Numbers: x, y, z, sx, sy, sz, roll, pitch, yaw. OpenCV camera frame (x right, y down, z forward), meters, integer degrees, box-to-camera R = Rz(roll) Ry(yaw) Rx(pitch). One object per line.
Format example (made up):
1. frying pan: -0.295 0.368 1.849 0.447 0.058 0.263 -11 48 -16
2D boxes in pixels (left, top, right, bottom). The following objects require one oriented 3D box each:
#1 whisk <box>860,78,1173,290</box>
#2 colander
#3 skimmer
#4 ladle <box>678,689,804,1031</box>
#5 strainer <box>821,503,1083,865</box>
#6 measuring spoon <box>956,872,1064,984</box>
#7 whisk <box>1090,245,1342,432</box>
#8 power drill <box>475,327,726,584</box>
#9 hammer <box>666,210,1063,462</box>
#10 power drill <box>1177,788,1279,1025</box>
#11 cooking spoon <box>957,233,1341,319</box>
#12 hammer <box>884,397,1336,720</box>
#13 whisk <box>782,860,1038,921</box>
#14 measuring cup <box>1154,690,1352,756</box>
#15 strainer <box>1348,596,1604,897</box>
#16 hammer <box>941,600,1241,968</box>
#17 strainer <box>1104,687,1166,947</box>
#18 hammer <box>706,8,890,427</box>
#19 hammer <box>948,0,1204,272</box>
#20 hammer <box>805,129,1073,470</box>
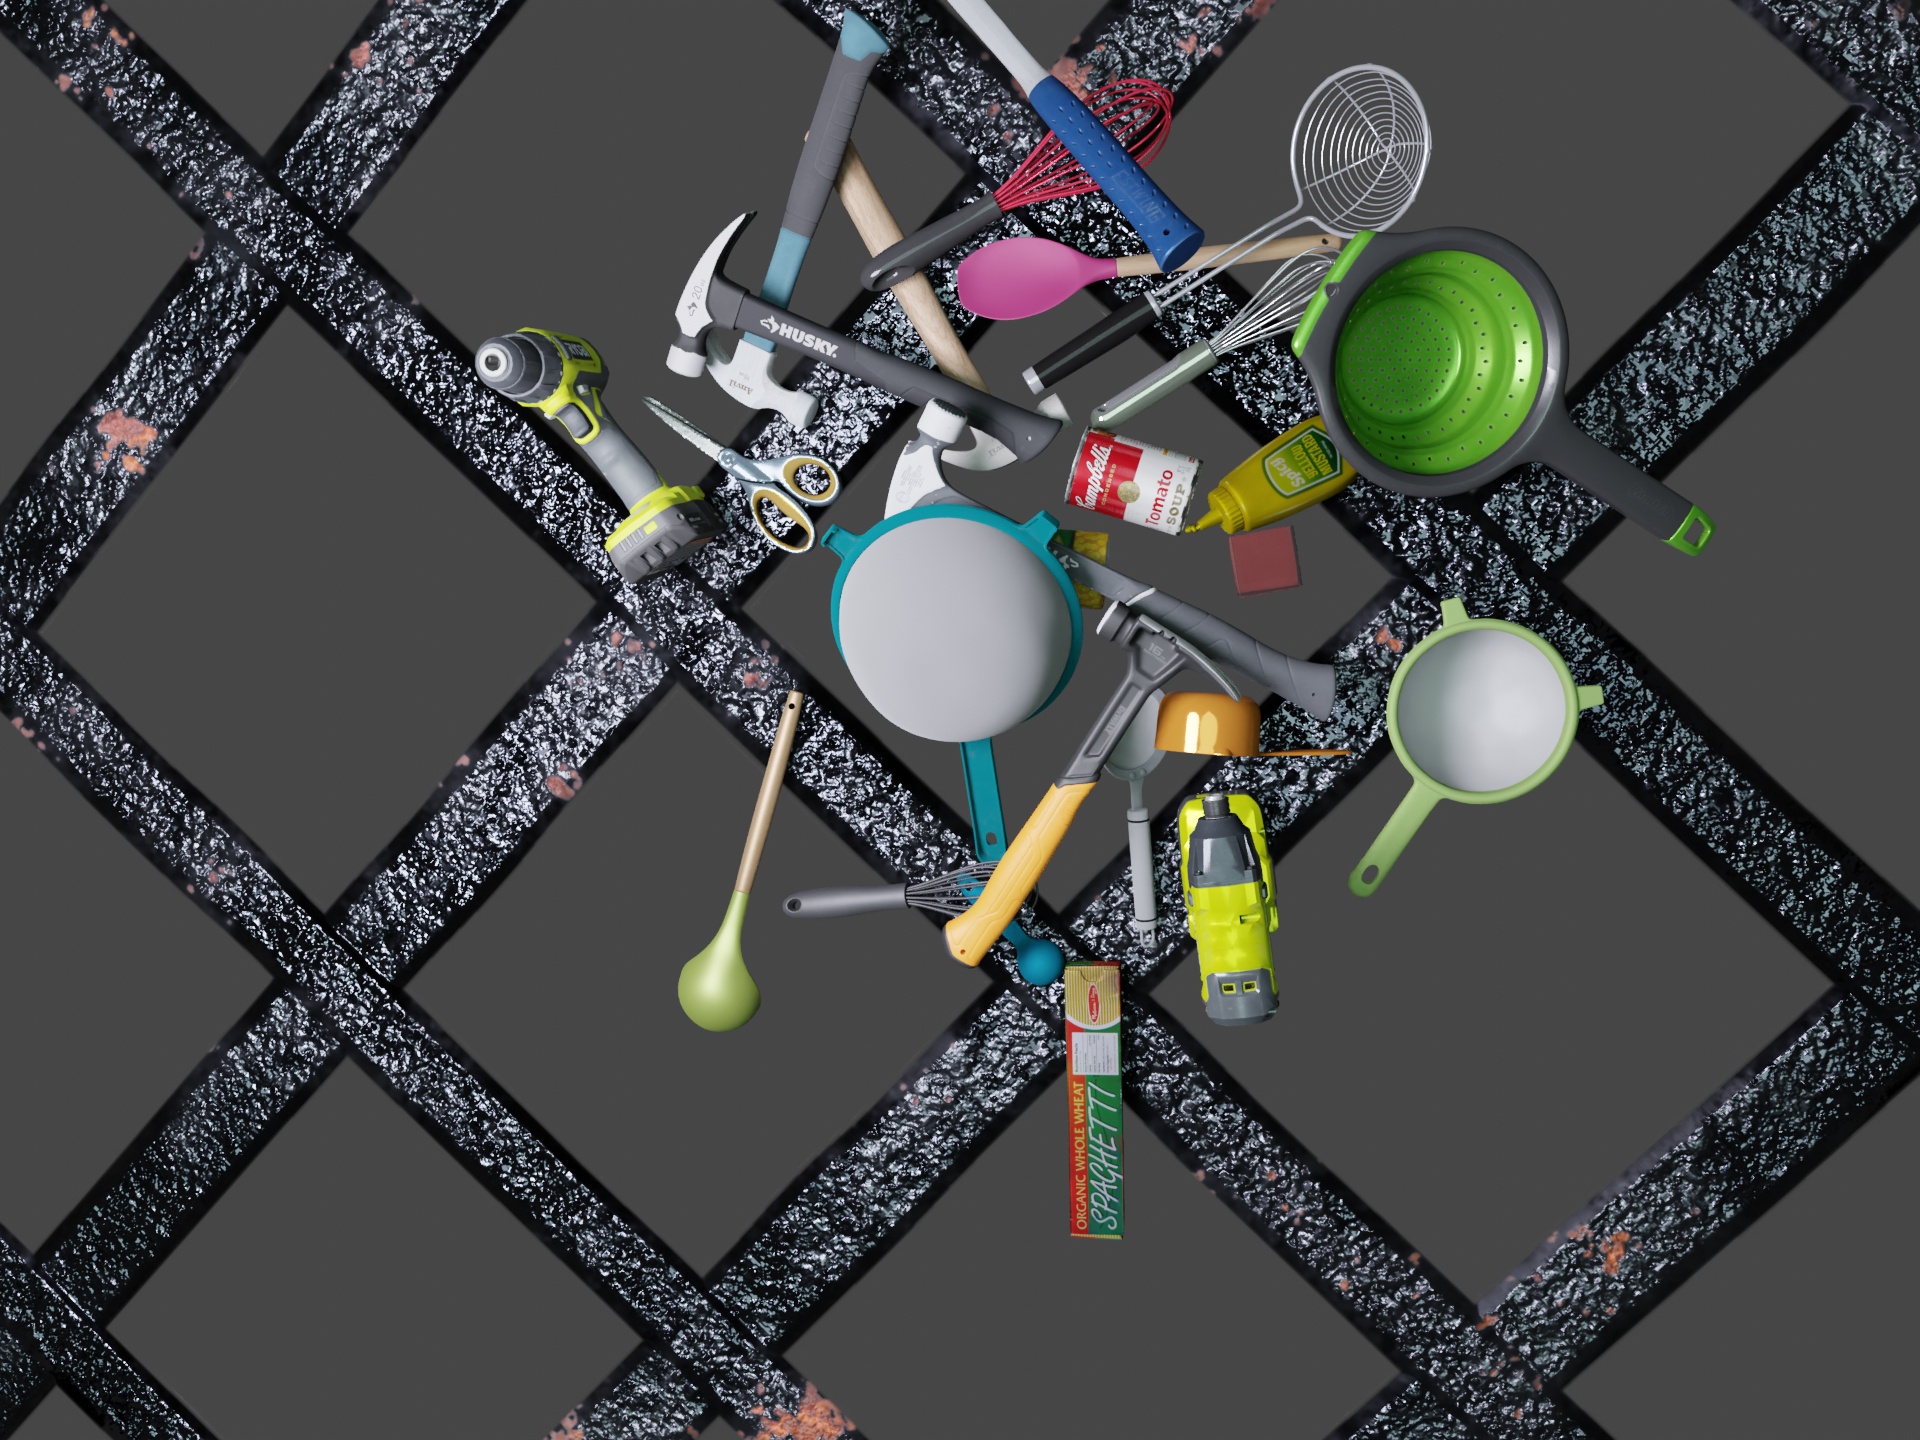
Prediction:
1. whisk: 0.047 -0.436 1.313 0.296 0.073 0.073 -29 91 6
2. colander: 0.436 -0.247 1.283 0.397 0.094 0.204 29 100 -14
3. skimmer: 0.201 -0.376 1.264 0.363 0.090 0.127 -31 77 11
4. ladle: -0.187 0.128 1.441 0.078 0.062 0.320 16 92 8
5. strainer: -0.002 -0.004 1.305 0.211 0.095 0.340 -2 119 14
6. measuring spoon: 0.041 0.185 1.415 0.042 0.021 0.128 -44 88 11
7. whisk: 0.214 -0.312 1.323 0.246 0.058 0.059 -31 121 15
8. power drill: -0.308 -0.231 1.341 0.080 0.190 0.228 -35 94 11
9. hammer: -0.073 -0.302 1.326 0.335 0.035 0.146 23 114 1
10. power drill: 0.215 0.131 1.280 0.080 0.223 0.171 -7 95 9
11. cooking spoon: 0.156 -0.380 1.325 0.319 0.017 0.069 -5 87 5
12. hammer: 0.125 -0.104 1.299 0.409 0.036 0.149 27 112 -2
13. whisk: -0.047 0.159 1.411 0.239 0.055 0.055 -6 95 17
14. measuring cup: 0.250 0.003 1.343 0.173 0.095 0.052 2 92 -10
15. strainer: 0.397 0.034 1.320 0.151 0.069 0.256 32 101 2
16. hammer: 0.091 0.072 1.311 0.127 0.034 0.337 34 107 4
17. strainer: 0.151 0.074 1.377 0.087 0.050 0.258 -13 103 -34
18. hammer: -0.132 -0.424 1.341 0.128 0.033 0.331 25 111 7
19. hammer: 0.063 -0.518 1.272 0.144 0.035 0.406 -38 72 9
20. hammer: -0.040 -0.363 1.362 0.130 0.031 0.331 -30 91 10
